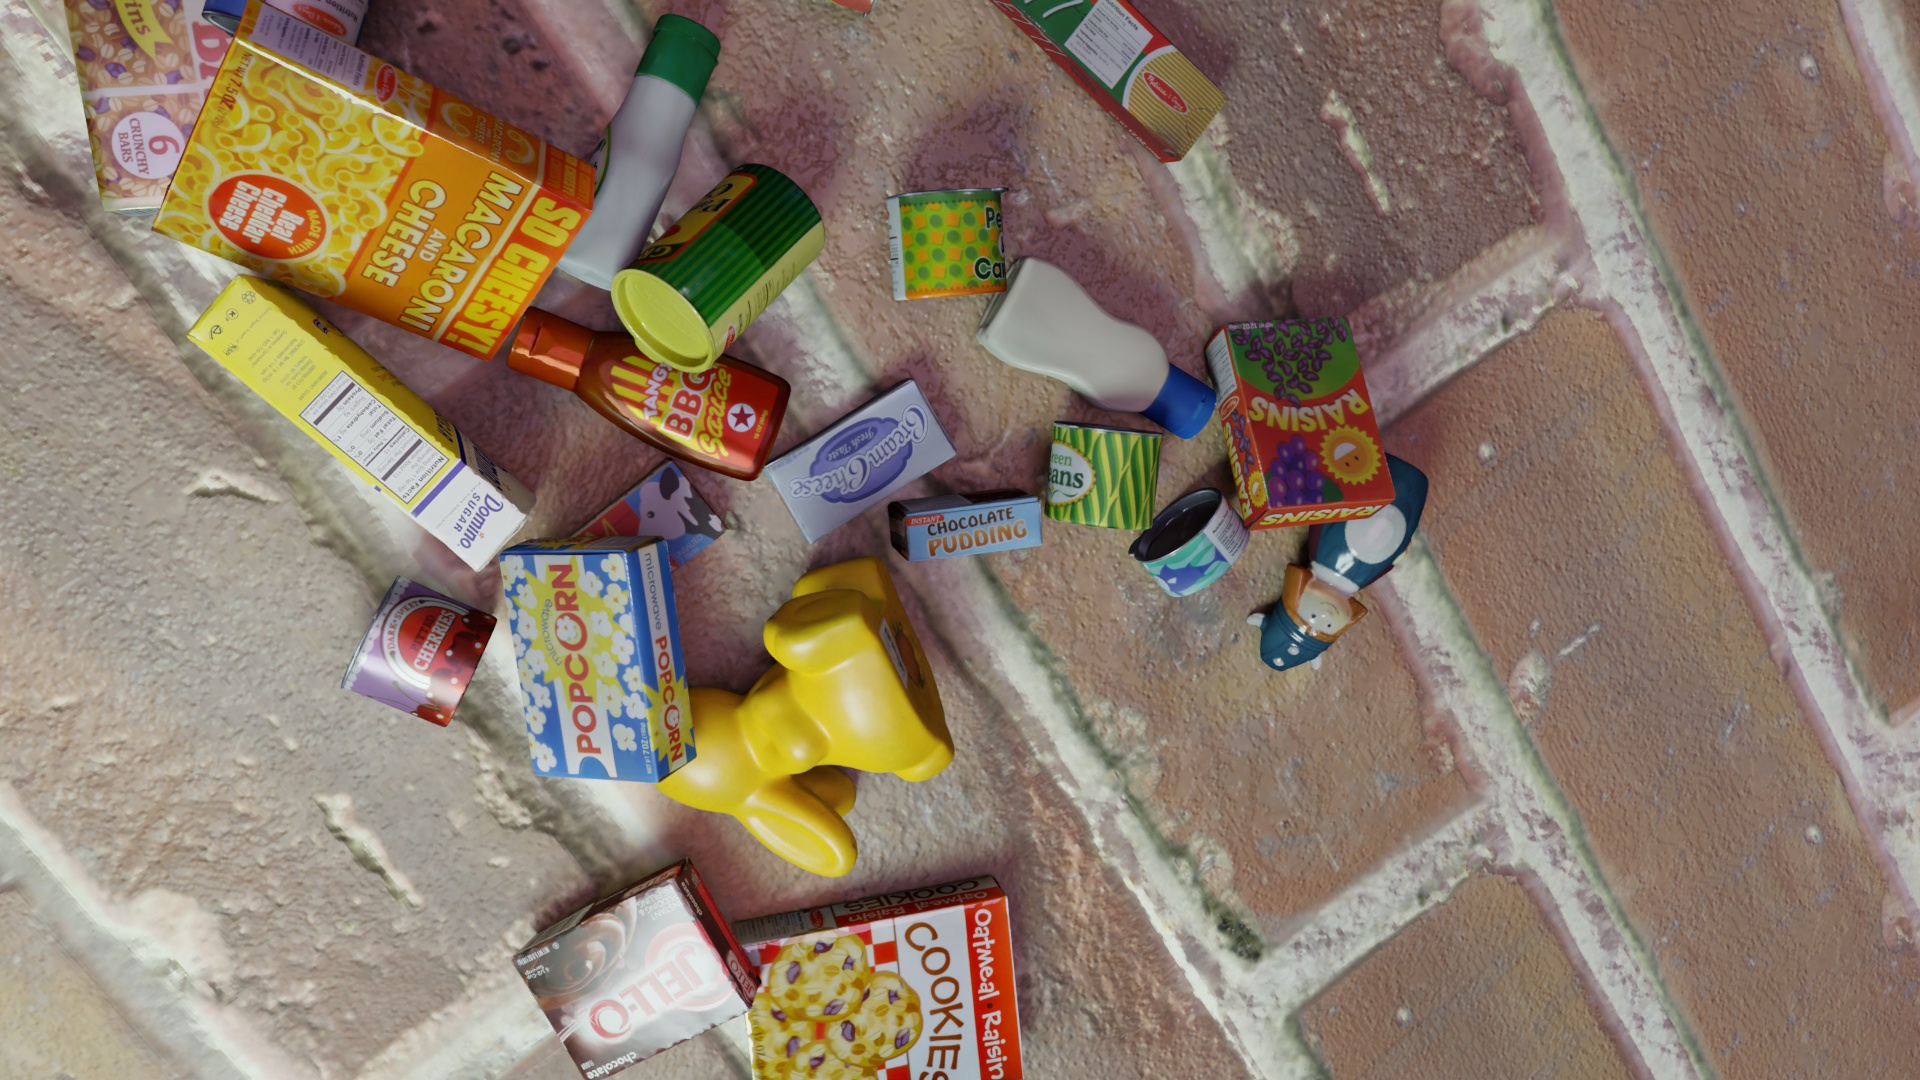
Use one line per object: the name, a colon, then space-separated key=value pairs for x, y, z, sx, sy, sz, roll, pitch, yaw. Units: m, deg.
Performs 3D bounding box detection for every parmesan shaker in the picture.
parmesan shaker: x=-0.129 y=-0.147 z=0.746 sx=0.071 sy=0.071 sz=0.103 roll=46 pitch=57 yaw=-15

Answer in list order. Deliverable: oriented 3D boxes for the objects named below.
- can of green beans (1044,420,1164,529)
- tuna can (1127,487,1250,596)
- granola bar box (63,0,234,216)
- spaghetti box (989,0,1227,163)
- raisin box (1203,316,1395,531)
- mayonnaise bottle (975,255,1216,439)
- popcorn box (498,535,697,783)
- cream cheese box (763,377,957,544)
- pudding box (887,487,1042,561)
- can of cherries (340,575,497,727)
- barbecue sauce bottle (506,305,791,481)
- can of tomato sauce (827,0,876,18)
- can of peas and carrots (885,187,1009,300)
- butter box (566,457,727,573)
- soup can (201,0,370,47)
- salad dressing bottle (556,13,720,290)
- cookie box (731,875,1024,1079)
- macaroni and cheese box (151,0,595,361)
can of green beans: x=0.085 y=-0.039 z=0.833 sx=0.071 sy=0.071 sz=0.057 roll=5 pitch=97 yaw=-15
tuna can: x=0.140 y=0.002 z=0.854 sx=0.071 sy=0.071 sz=0.033 roll=-43 pitch=106 yaw=-5
granola bar box: x=-0.374 y=-0.252 z=0.700 sx=0.124 sy=0.039 sz=0.165 roll=-8 pitch=99 yaw=-14
spaghetti box: x=0.049 y=-0.321 z=0.805 sx=0.250 sy=0.029 sz=0.050 roll=38 pitch=87 yaw=-16
raisin box: x=0.205 y=-0.072 z=0.848 sx=0.086 sy=0.040 sz=0.123 roll=-5 pitch=71 yaw=-15
mayonnaise bottle: x=0.085 y=-0.110 z=0.837 sx=0.148 sy=0.041 sz=0.064 roll=28 pitch=91 yaw=-17
popcorn box: x=-0.193 y=0.062 z=0.741 sx=0.085 sy=0.038 sz=0.126 roll=-1 pitch=101 yaw=24
cream cheese box: x=-0.059 y=-0.048 z=0.816 sx=0.104 sy=0.024 sz=0.053 roll=-32 pitch=104 yaw=-8
pudding box: x=0.003 y=-0.010 z=0.824 sx=0.084 sy=0.050 sz=0.030 roll=-7 pitch=101 yaw=-13
can of cherries: x=-0.290 y=0.059 z=0.747 sx=0.058 sy=0.071 sz=0.071 roll=27 pitch=91 yaw=-16
barbecue sauce bottle: x=-0.173 y=-0.086 z=0.772 sx=0.148 sy=0.043 sz=0.065 roll=21 pitch=87 yaw=-16
can of tomato sauce: x=-0.081 y=-0.329 z=0.753 sx=0.083 sy=0.071 sz=0.071 roll=12 pitch=95 yaw=-15
can of peas and carrots: x=-0.005 y=-0.168 z=0.791 sx=0.071 sy=0.071 sz=0.058 roll=-6 pitch=100 yaw=-13
butter box: x=-0.189 y=0.004 z=0.790 sx=0.103 sy=0.024 sz=0.053 roll=-39 pitch=104 yaw=-7
soup can: x=-0.314 y=-0.275 z=0.660 sx=0.071 sy=0.071 sz=0.083 roll=17 pitch=91 yaw=-16
salad dressing bottle: x=-0.173 y=-0.210 z=0.749 sx=0.044 sy=0.064 sz=0.148 roll=25 pitch=83 yaw=-24
cookie box: x=-0.049 y=0.284 z=0.855 sx=0.168 sy=0.040 sz=0.122 roll=-7 pitch=99 yaw=-12
macaroni and cheese box: x=-0.283 y=-0.169 z=0.679 sx=0.166 sy=0.040 sz=0.123 roll=22 pitch=132 yaw=-33
